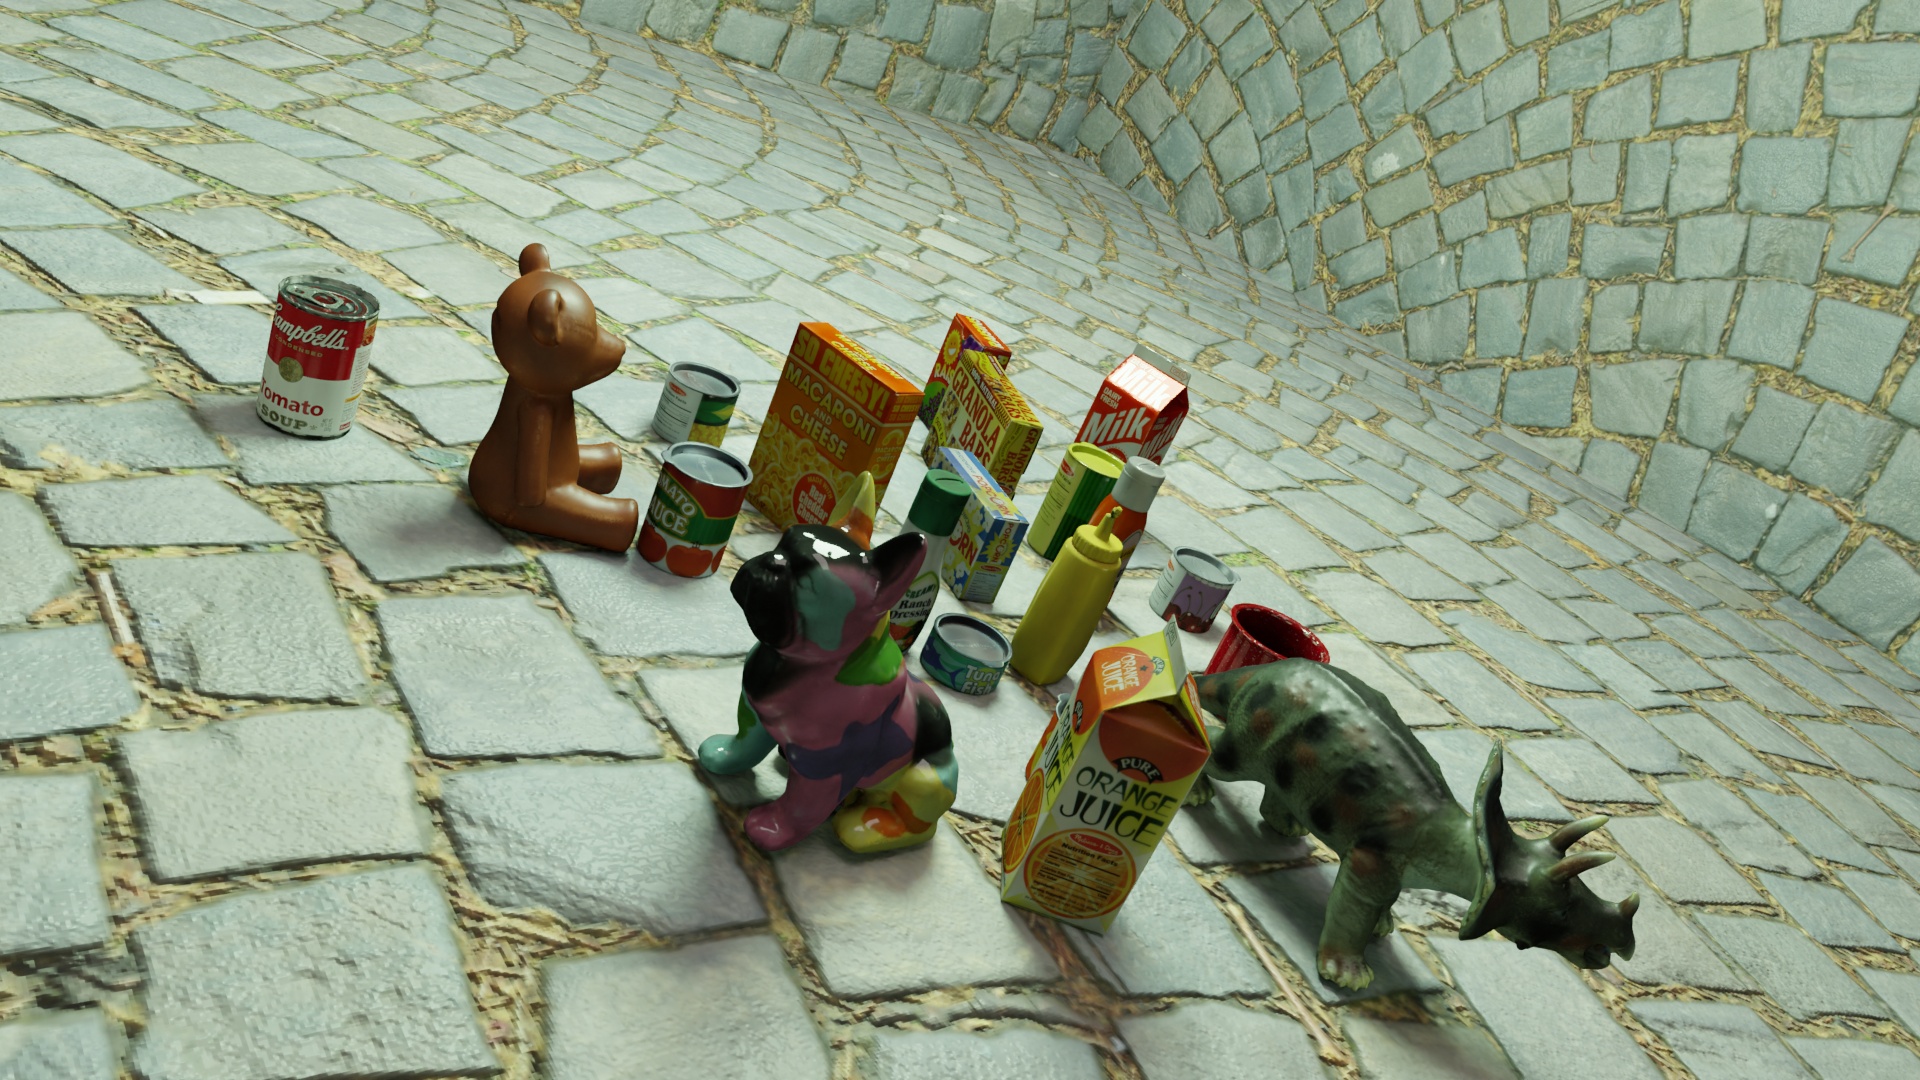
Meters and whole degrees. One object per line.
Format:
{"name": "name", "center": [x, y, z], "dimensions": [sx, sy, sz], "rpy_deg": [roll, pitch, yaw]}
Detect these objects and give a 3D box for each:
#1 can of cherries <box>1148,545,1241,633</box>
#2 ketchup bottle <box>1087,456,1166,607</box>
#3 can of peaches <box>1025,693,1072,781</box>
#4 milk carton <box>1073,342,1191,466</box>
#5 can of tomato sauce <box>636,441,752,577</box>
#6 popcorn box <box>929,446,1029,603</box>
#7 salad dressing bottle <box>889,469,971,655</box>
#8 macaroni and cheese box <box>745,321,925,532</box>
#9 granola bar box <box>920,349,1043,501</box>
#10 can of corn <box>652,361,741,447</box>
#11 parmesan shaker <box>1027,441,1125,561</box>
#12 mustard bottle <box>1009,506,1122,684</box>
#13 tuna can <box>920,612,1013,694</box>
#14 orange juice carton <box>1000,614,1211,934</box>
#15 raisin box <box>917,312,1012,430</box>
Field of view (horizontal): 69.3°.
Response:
{"name": "can of cherries", "center": [0.224, 0.048, 1.328], "dimensions": [0.071, 0.058, 0.072], "rpy_deg": [20, 24, -9]}
{"name": "ketchup bottle", "center": [0.135, -0.004, 1.242], "dimensions": [0.043, 0.148, 0.065], "rpy_deg": [38, 27, 28]}
{"name": "can of peaches", "center": [0.085, 0.152, 0.983], "dimensions": [0.071, 0.057, 0.071], "rpy_deg": [20, 24, -9]}
{"name": "milk carton", "center": [0.169, -0.104, 1.430], "dimensions": [0.072, 0.189, 0.074], "rpy_deg": [36, 26, 25]}
{"name": "can of tomato sauce", "center": [-0.203, -0.023, 1.051], "dimensions": [0.071, 0.082, 0.071], "rpy_deg": [20, 24, -9]}
{"name": "popcorn box", "center": [0.004, -0.015, 1.224], "dimensions": [0.038, 0.085, 0.127], "rpy_deg": [9, 28, -32]}
{"name": "salad dressing bottle", "center": [-0.036, 0.018, 1.040], "dimensions": [0.064, 0.147, 0.044], "rpy_deg": [-1, 34, -45]}
{"name": "macaroni and cheese box", "center": [-0.110, -0.080, 1.152], "dimensions": [0.124, 0.165, 0.040], "rpy_deg": [38, 27, 29]}
{"name": "granola bar box", "center": [0.019, -0.097, 1.359], "dimensions": [0.039, 0.123, 0.166], "rpy_deg": [13, 26, -24]}
{"name": "can of corn", "center": [-0.237, -0.121, 1.254], "dimensions": [0.071, 0.058, 0.071], "rpy_deg": [20, 24, -9]}
{"name": "parmesan shaker", "center": [0.113, -0.035, 1.342], "dimensions": [0.071, 0.102, 0.071], "rpy_deg": [20, 24, -9]}
{"name": "mustard bottle", "center": [0.091, 0.038, 1.099], "dimensions": [0.049, 0.159, 0.065], "rpy_deg": [35, 26, 24]}
{"name": "tuna can", "center": [0.006, 0.089, 1.073], "dimensions": [0.071, 0.032, 0.071], "rpy_deg": [20, 24, -9]}
{"name": "orange juice carton", "center": [0.094, 0.140, 0.851], "dimensions": [0.073, 0.191, 0.072], "rpy_deg": [21, 24, -7]}
{"name": "raisin box", "center": [0.002, -0.170, 1.495], "dimensions": [0.040, 0.123, 0.086], "rpy_deg": [10, 27, -30]}
